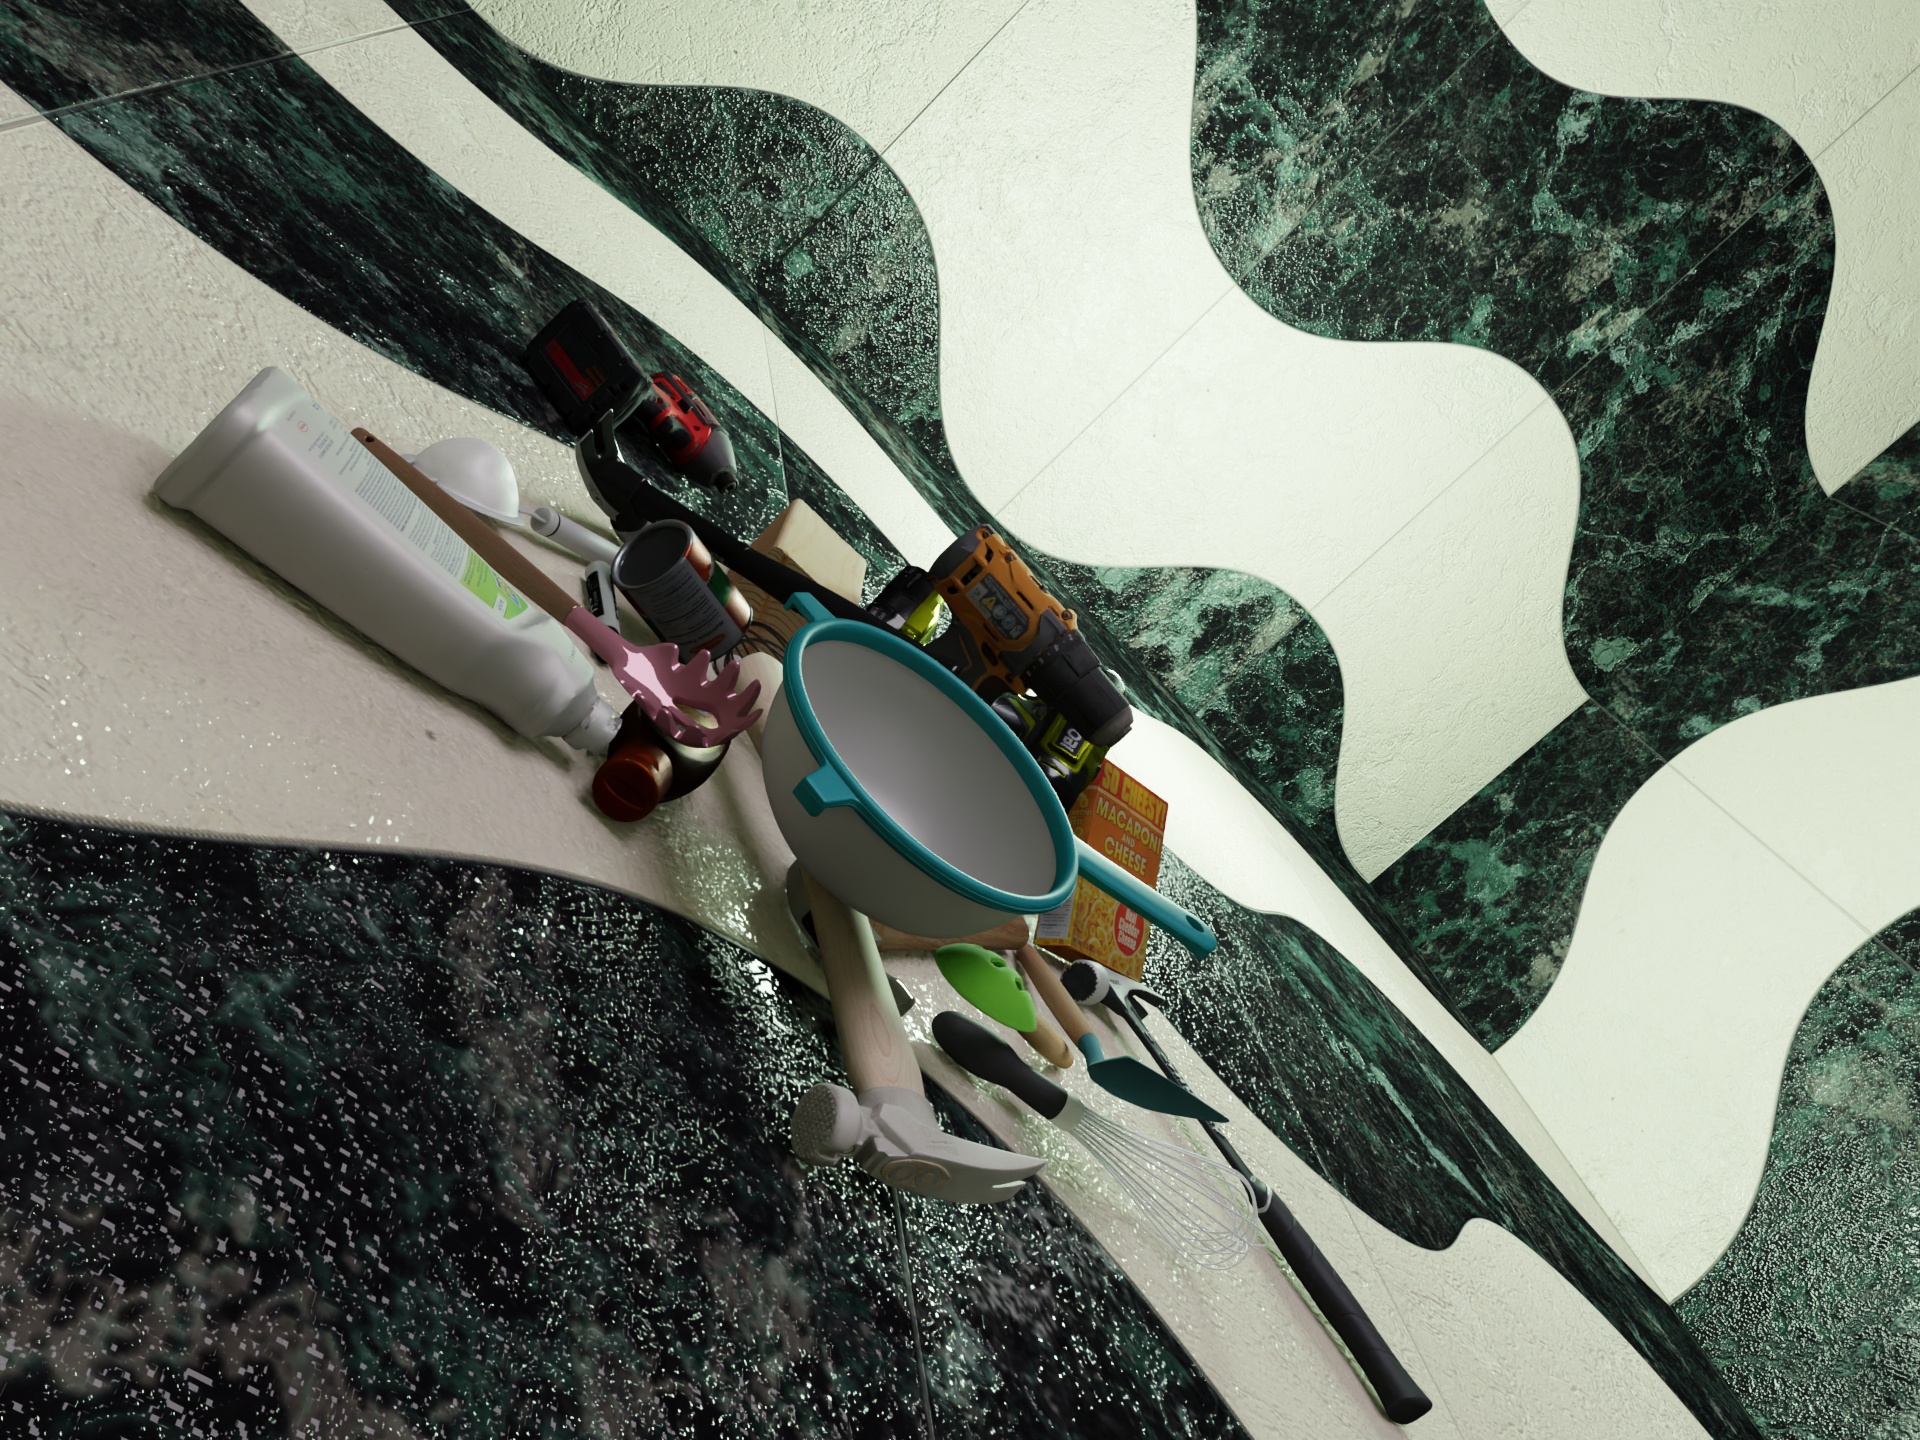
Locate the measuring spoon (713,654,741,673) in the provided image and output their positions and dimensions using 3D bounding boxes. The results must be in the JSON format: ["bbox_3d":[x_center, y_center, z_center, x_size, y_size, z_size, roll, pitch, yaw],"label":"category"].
[{"bbox_3d":[-0.165,-0.022,1.156,0.034,0.018,0.124,43,13,-18],"label":"measuring spoon"}]

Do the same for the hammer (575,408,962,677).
[{"bbox_3d":[-0.139,-0.107,1.125,0.335,0.035,0.146,31,-19,20],"label":"hammer"}]

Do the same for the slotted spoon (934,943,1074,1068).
[{"bbox_3d":[0.042,0.189,1.002,0.070,0.031,0.313,42,-7,23],"label":"slotted spoon"}]

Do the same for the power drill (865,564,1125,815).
[{"bbox_3d":[0.025,-0.029,1.324,0.228,0.080,0.191,32,39,3],"label":"power drill"}]

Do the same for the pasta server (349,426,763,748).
[{"bbox_3d":[-0.242,-0.082,0.921,0.316,0.040,0.060,38,46,13],"label":"pasta server"}]

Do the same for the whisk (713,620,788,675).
[{"bbox_3d":[-0.095,0.021,1.106,0.239,0.055,0.055,50,12,20],"label":"whisk"}]

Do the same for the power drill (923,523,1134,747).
[{"bbox_3d":[-0.002,-0.004,1.159,0.185,0.226,0.084,49,12,8],"label":"power drill"}]

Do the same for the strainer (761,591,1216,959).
[{"bbox_3d":[0.007,0.080,0.930,0.340,0.095,0.211,34,25,-28],"label":"strainer"}]

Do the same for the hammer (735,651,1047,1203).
[{"bbox_3d":[-0.069,0.099,0.933,0.146,0.038,0.411,25,26,-35],"label":"hammer"}]

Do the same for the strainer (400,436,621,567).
[{"bbox_3d":[-0.286,-0.140,1.078,0.087,0.050,0.258,37,3,27],"label":"strainer"}]

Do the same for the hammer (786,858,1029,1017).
[{"bbox_3d":[-0.022,0.142,1.092,0.130,0.031,0.331,52,12,19],"label":"hammer"}]

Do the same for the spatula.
[{"bbox_3d":[0.089,0.207,1.109,0.082,0.044,0.318,34,3,-17],"label":"spatula"}]

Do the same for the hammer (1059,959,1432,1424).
[{"bbox_3d":[0.224,0.358,1.243,0.409,0.036,0.149,54,13,27],"label":"hammer"}]

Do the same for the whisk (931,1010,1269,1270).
[{"bbox_3d":[0.091,0.270,1.030,0.284,0.070,0.070,38,14,-16],"label":"whisk"}]

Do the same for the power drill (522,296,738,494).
[{"bbox_3d":[-0.287,-0.284,1.457,0.143,0.078,0.219,52,10,21],"label":"power drill"}]
